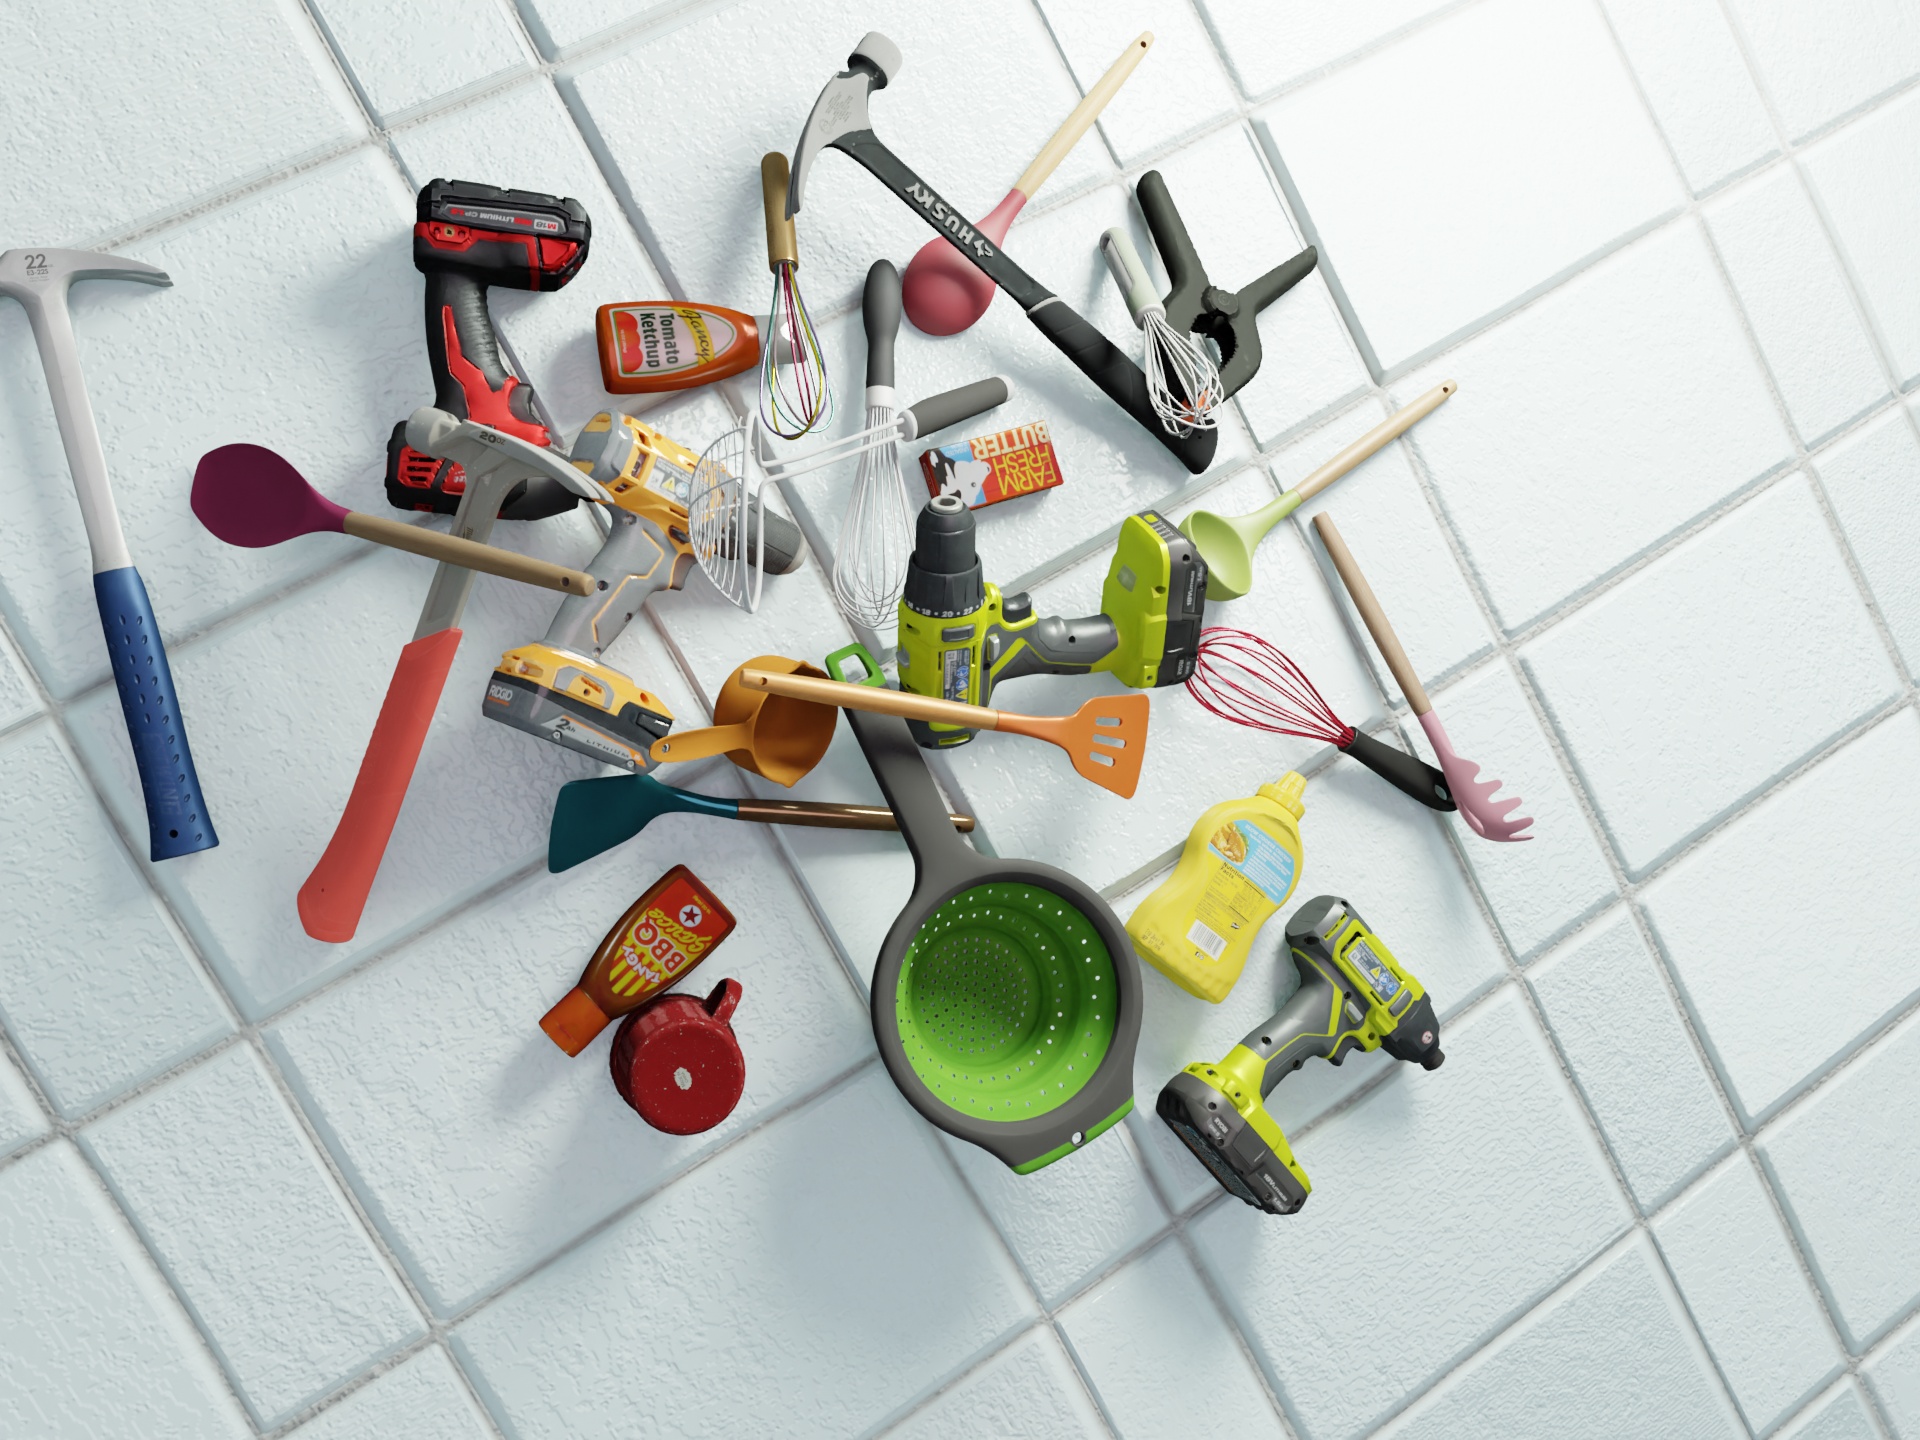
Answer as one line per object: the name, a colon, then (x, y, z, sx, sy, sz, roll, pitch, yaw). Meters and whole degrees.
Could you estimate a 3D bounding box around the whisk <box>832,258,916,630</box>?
whisk: (-0.062, -0.207, 1.185, 0.070, 0.070, 0.285, 2, 83, -17)

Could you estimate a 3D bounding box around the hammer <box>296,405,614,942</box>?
hammer: (-0.351, -0.016, 1.045, 0.149, 0.036, 0.359, 25, 99, 17)

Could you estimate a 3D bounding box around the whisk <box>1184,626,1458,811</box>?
whisk: (0.299, 0.006, 1.289, 0.295, 0.073, 0.073, 28, 81, -21)

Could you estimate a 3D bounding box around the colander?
colander: (-0.011, 0.132, 1.174, 0.204, 0.094, 0.397, -26, 92, -19)

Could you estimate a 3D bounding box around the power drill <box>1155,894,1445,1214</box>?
power drill: (0.279, 0.274, 1.266, 0.223, 0.080, 0.171, -44, 101, -16)

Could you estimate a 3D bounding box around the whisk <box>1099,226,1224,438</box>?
whisk: (0.143, -0.296, 1.187, 0.059, 0.057, 0.247, 5, 46, -22)

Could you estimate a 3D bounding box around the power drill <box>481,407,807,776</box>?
power drill: (-0.214, -0.079, 1.113, 0.185, 0.084, 0.226, 26, 82, -39)

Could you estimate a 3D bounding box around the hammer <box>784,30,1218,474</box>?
hammer: (0.046, -0.322, 1.203, 0.408, 0.036, 0.149, 37, 76, -21)

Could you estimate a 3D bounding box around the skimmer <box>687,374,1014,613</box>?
skimmer: (-0.054, -0.180, 1.091, 0.363, 0.090, 0.127, -31, 133, -44)

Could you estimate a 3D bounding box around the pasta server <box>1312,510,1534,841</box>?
pasta server: (0.375, -0.034, 1.307, 0.040, 0.060, 0.316, -27, 88, -7)

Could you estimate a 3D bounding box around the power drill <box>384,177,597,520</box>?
power drill: (-0.316, -0.248, 1.100, 0.143, 0.078, 0.219, 5, 91, -15)

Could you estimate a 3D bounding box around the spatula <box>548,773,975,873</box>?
spatula: (-0.137, 0.075, 1.160, 0.317, 0.044, 0.082, 4, 124, -19)

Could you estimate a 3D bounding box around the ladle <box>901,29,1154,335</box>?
ladle: (0.061, -0.427, 1.243, 0.069, 0.031, 0.315, 40, 77, -15)

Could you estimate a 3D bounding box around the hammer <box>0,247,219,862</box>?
hammer: (-0.552, -0.110, 1.044, 0.144, 0.035, 0.405, -14, 93, -16)

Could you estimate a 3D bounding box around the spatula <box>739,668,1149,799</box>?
spatula: (-0.002, -0.004, 1.133, 0.322, 0.041, 0.081, 10, 88, -20)

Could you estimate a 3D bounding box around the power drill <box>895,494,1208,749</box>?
power drill: (0.062, -0.085, 1.173, 0.228, 0.080, 0.190, -11, 125, -19)

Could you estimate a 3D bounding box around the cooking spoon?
cooking spoon: (-0.371, -0.121, 1.022, 0.319, 0.017, 0.069, 15, 94, 19)

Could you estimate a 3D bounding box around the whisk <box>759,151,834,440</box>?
whisk: (-0.121, -0.308, 1.138, 0.051, 0.047, 0.245, 0, 67, -18)

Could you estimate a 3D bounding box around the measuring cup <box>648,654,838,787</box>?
measuring cup: (-0.163, 0.002, 1.111, 0.173, 0.052, 0.095, -12, 115, -49)

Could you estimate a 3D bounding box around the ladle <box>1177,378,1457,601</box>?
ladle: (0.297, -0.198, 1.293, 0.320, 0.062, 0.078, -35, 93, -17)
